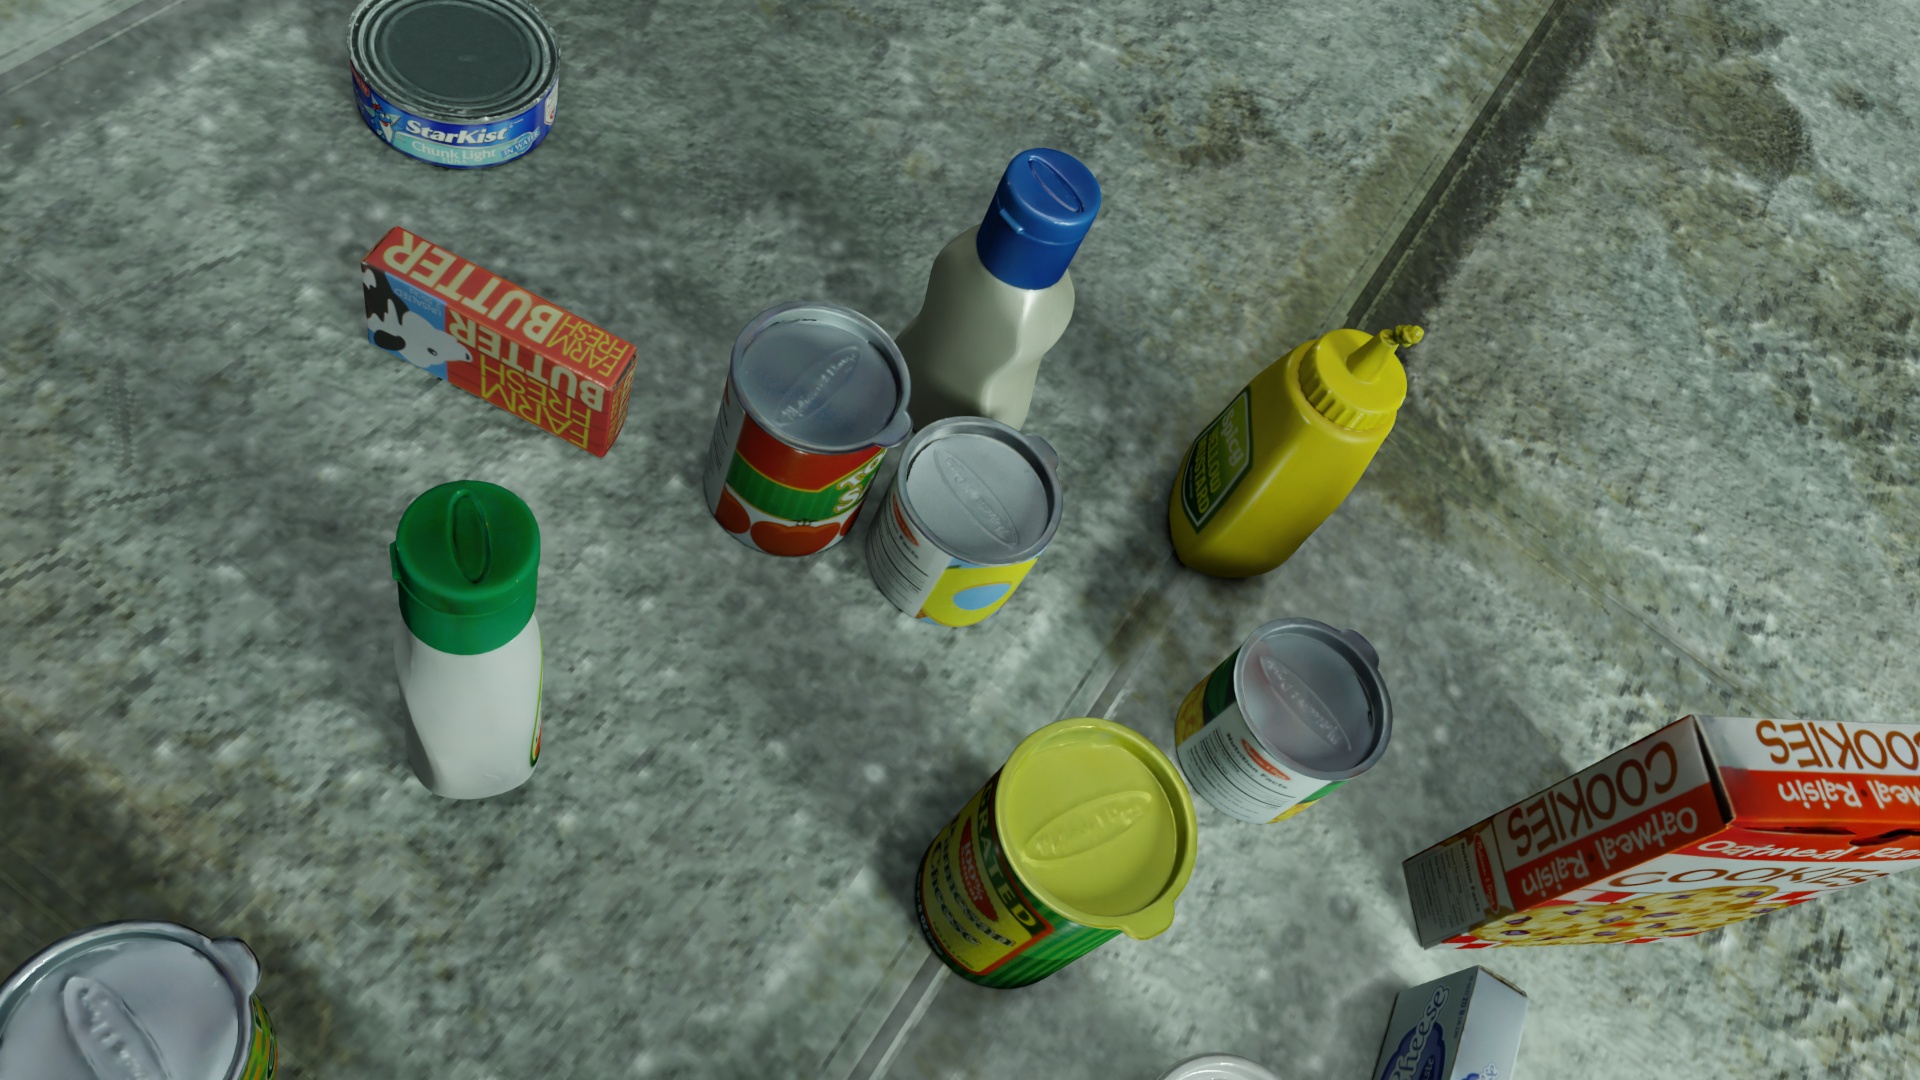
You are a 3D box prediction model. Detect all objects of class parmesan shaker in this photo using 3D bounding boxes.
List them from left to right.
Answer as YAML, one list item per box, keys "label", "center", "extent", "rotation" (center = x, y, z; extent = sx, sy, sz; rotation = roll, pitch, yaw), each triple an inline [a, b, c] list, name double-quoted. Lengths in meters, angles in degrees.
- label: "parmesan shaker"
  center: [0.029, 0.111, 0.466]
  extent: [0.071, 0.102, 0.071]
  rotation: [8, 60, -14]

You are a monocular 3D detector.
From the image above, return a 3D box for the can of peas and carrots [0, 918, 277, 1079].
- label: "can of peas and carrots"
  center: [-0.228, 0.144, 0.388]
  extent: [0.071, 0.058, 0.071]
  rotation: [8, 60, -14]

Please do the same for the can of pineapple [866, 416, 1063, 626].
- label: "can of pineapple"
  center: [0.002, -0.007, 0.551]
  extent: [0.071, 0.057, 0.071]
  rotation: [8, 60, -14]

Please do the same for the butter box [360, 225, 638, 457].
- label: "butter box"
  center: [-0.176, -0.075, 0.532]
  extent: [0.103, 0.053, 0.024]
  rotation: [27, 57, -3]

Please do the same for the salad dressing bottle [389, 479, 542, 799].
- label: "salad dressing bottle"
  center: [-0.149, 0.034, 0.424]
  extent: [0.044, 0.147, 0.064]
  rotation: [-6, 64, -22]

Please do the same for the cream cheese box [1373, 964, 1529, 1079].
- label: "cream cheese box"
  center: [0.164, 0.205, 0.488]
  extent: [0.024, 0.053, 0.104]
  rotation: [31, 57, 0]

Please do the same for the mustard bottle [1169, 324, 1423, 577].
- label: "mustard bottle"
  center: [0.134, -0.042, 0.554]
  extent: [0.049, 0.159, 0.065]
  rotation: [11, 59, -13]

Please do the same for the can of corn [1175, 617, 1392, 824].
- label: "can of corn"
  center: [0.127, 0.071, 0.549]
  extent: [0.071, 0.058, 0.071]
  rotation: [8, 60, -14]

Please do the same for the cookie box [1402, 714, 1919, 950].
- label: "cookie box"
  center: [0.263, 0.112, 0.506]
  extent: [0.123, 0.166, 0.040]
  rotation: [4, 61, -17]

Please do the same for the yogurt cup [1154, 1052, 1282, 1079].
- label: "yogurt cup"
  center: [0.078, 0.208, 0.457]
  extent: [0.072, 0.053, 0.073]
  rotation: [8, 60, -14]

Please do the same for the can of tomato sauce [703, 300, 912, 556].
- label: "can of tomato sauce"
  center: [-0.059, -0.040, 0.534]
  extent: [0.071, 0.082, 0.071]
  rotation: [8, 60, -14]

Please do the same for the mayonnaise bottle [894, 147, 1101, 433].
- label: "mayonnaise bottle"
  center: [0.013, -0.090, 0.548]
  extent: [0.041, 0.147, 0.065]
  rotation: [-33, 76, -30]
